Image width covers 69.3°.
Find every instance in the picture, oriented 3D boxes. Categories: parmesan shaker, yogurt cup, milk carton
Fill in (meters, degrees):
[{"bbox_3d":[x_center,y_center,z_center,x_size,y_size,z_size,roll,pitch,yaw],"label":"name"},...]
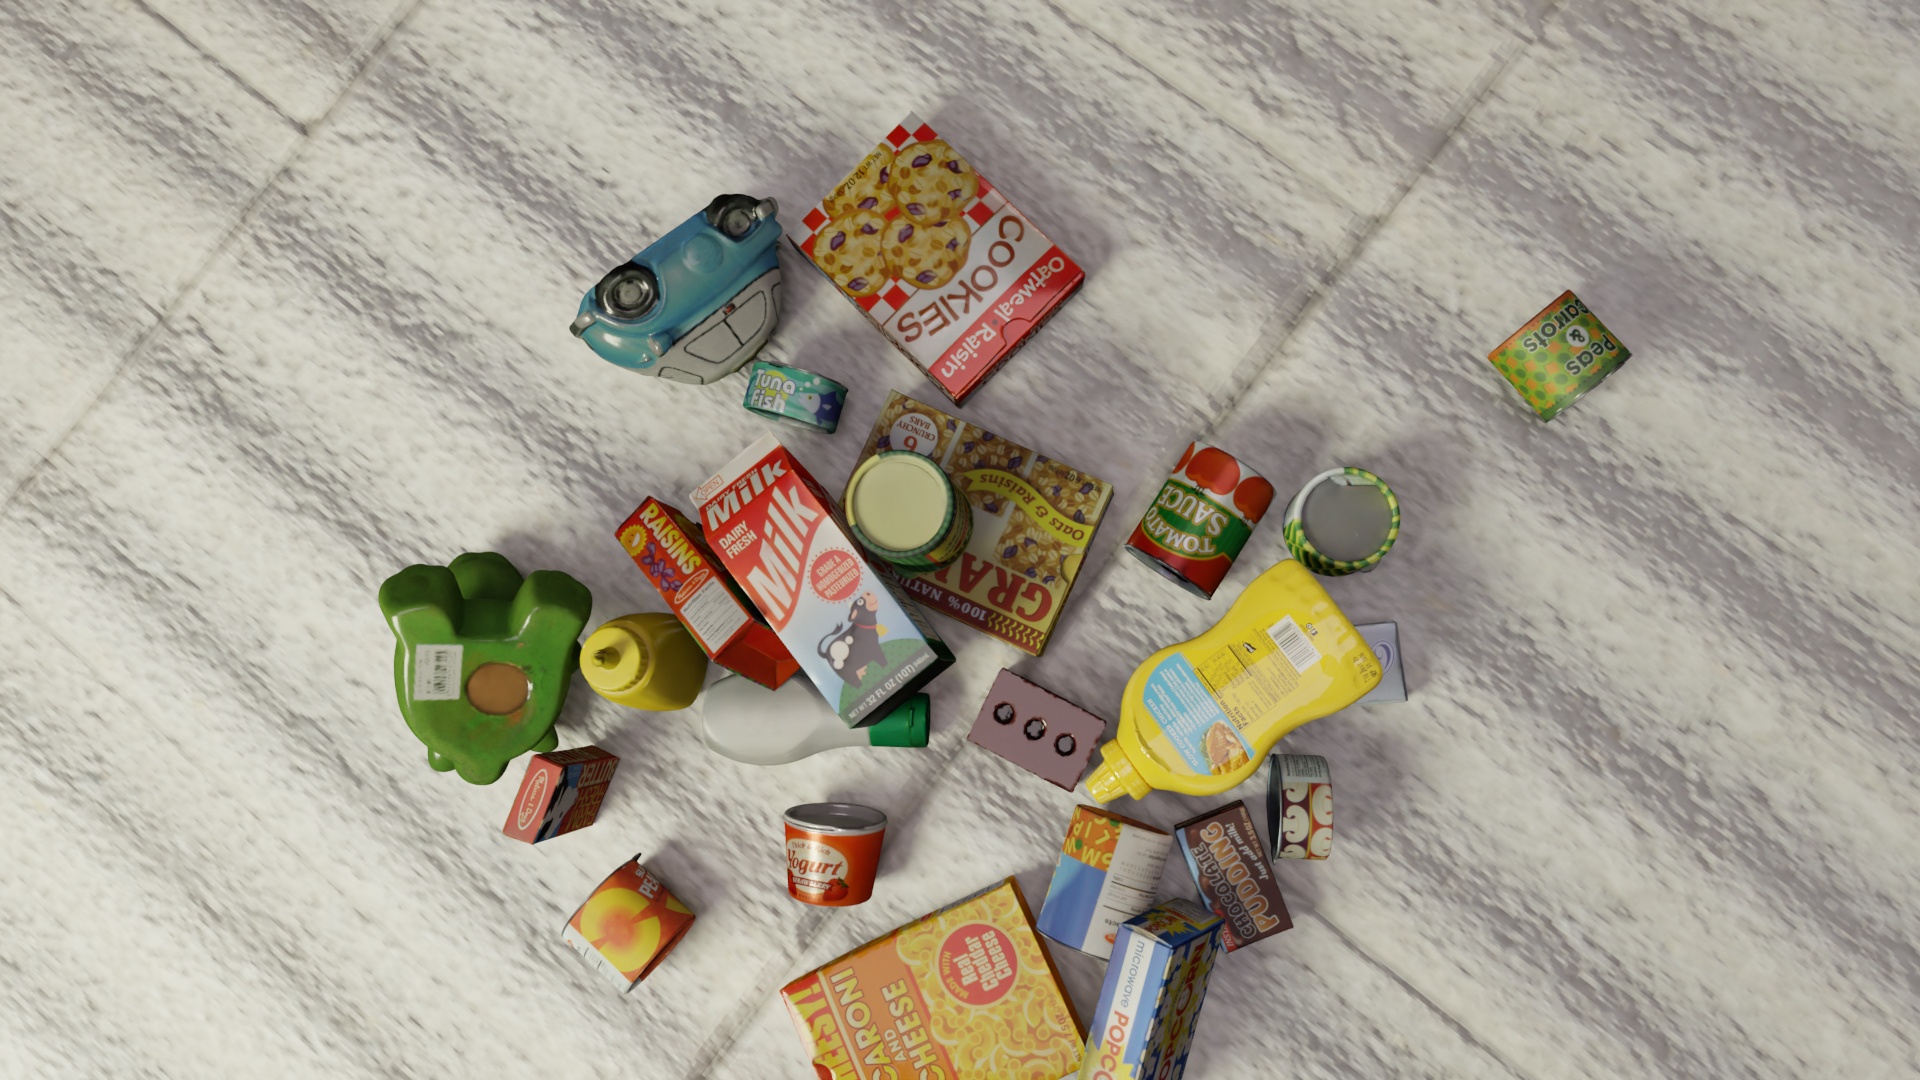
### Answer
[{"bbox_3d":[-0.030,-0.014,0.861,0.071,0.103,0.071,-1,84,6],"label":"parmesan shaker"},{"bbox_3d":[-0.083,0.204,0.903,0.072,0.072,0.054,5,92,6],"label":"yogurt cup"},{"bbox_3d":[-0.092,0.023,0.880,0.072,0.073,0.191,-38,79,3],"label":"milk carton"}]

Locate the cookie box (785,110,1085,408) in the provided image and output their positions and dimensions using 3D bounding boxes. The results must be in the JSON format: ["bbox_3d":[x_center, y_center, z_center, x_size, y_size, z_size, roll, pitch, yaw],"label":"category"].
[{"bbox_3d":[-0.017,-0.192,0.953,0.123,0.040,0.167,-45,81,-1],"label":"cookie box"}]

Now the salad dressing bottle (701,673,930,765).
[{"bbox_3d":[-0.095,0.118,0.924,0.148,0.044,0.064,1,77,4],"label":"salad dressing bottle"}]

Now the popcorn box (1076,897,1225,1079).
[{"bbox_3d":[0.115,0.290,0.848,0.038,0.085,0.126,18,97,31],"label":"popcorn box"}]

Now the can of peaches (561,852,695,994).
[{"bbox_3d":[-0.214,0.250,0.908,0.058,0.071,0.071,41,89,8],"label":"can of peaches"}]

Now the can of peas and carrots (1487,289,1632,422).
[{"bbox_3d":[0.384,-0.119,0.890,0.071,0.071,0.059,-39,81,0],"label":"can of peas and carrots"}]

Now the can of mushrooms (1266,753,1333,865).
[{"bbox_3d":[0.213,0.170,0.876,0.033,0.071,0.071,0,84,5],"label":"can of mushrooms"}]

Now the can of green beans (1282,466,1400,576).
[{"bbox_3d":[0.245,-0.012,0.898,0.071,0.058,0.071,-1,84,6],"label":"can of green beans"}]

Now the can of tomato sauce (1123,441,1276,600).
[{"bbox_3d":[0.155,-0.014,0.901,0.071,0.071,0.083,33,87,8],"label":"can of tomato sauce"}]

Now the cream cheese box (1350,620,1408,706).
[{"bbox_3d":[0.234,0.083,0.904,0.104,0.024,0.053,-6,83,5],"label":"cream cheese box"}]

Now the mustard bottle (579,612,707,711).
[{"bbox_3d":[-0.204,0.075,0.880,0.049,0.160,0.065,5,83,8],"label":"mustard bottle"}]

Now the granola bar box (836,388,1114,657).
[{"bbox_3d":[0.003,-0.012,0.931,0.166,0.039,0.124,24,87,8],"label":"granola bar box"}]

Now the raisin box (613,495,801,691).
[{"bbox_3d":[-0.160,0.034,0.901,0.040,0.086,0.124,-45,61,2],"label":"raisin box"}]

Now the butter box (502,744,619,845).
[{"bbox_3d":[-0.258,0.164,0.904,0.024,0.103,0.053,21,88,8],"label":"butter box"}]

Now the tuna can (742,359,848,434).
[{"bbox_3d":[-0.112,-0.097,0.936,0.071,0.071,0.033,16,87,7],"label":"tuna can"}]

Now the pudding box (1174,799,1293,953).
[{"bbox_3d":[0.175,0.215,0.892,0.049,0.030,0.084,-21,82,4],"label":"pudding box"}]

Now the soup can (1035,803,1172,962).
[{"bbox_3d":[0.090,0.217,0.884,0.071,0.071,0.084,18,85,7],"label":"soup can"}]

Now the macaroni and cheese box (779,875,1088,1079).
[{"bbox_3d":[-0.016,0.309,0.895,0.166,0.040,0.124,-26,81,2],"label":"macaroni and cheese box"}]
